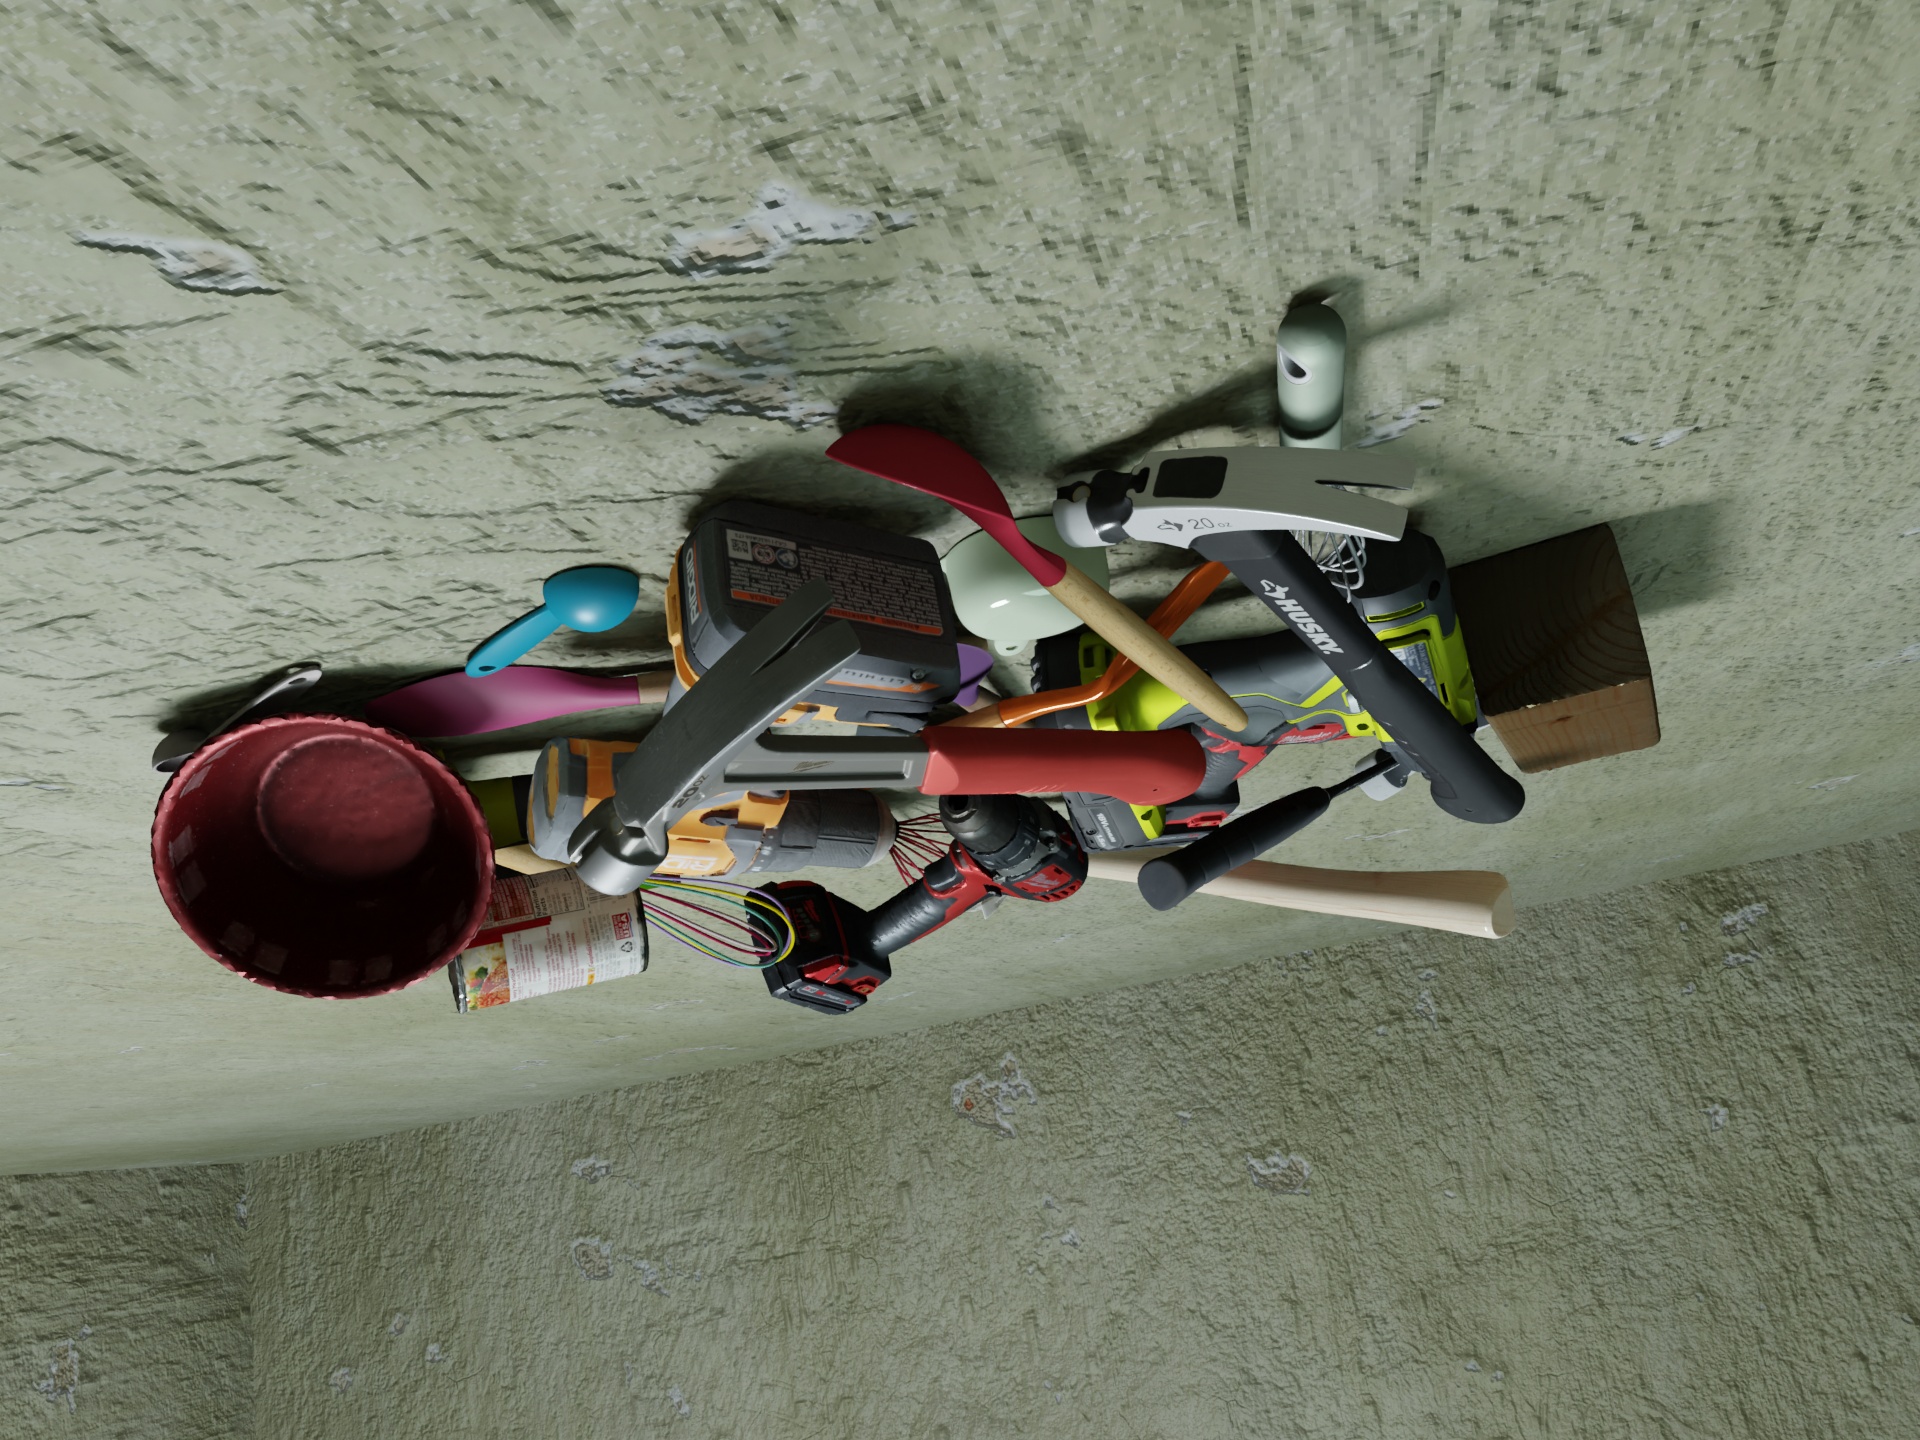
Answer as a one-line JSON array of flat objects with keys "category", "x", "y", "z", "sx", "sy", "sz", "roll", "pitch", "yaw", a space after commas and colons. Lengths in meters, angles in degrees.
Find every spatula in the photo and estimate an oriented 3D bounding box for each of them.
[{"category": "spatula", "x": -0.001, "y": -0.003, "z": 0.825, "sx": 0.322, "sy": 0.041, "sz": 0.081, "roll": -23, "pitch": 178, "yaw": 21}, {"category": "spatula", "x": 0.012, "y": -0.012, "z": 0.902, "sx": 0.060, "sy": 0.018, "sz": 0.315, "roll": -12, "pitch": 169, "yaw": 12}]

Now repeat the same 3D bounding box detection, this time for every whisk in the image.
[{"category": "whisk", "x": -0.046, "y": 0.087, "z": 1.182, "sx": 0.073, "sy": 0.073, "sz": 0.295, "roll": -16, "pitch": 158, "yaw": 21}, {"category": "whisk", "x": -0.224, "y": 0.112, "z": 1.033, "sx": 0.245, "sy": 0.051, "sz": 0.047, "roll": 21, "pitch": 141, "yaw": -14}, {"category": "whisk", "x": 0.149, "y": -0.105, "z": 0.672, "sx": 0.059, "sy": 0.058, "sz": 0.246, "roll": -45, "pitch": 160, "yaw": -4}]

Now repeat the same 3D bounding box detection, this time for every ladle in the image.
[{"category": "ladle", "x": 0.054, "y": -0.053, "z": 0.690, "sx": 0.069, "sy": 0.031, "sz": 0.315, "roll": 29, "pitch": 179, "yaw": 41}]

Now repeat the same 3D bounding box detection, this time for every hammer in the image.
[{"category": "hammer", "x": 0.188, "y": 0.114, "z": 1.113, "sx": 0.146, "sy": 0.038, "sz": 0.411, "roll": -30, "pitch": -159, "yaw": -36}, {"category": "hammer", "x": 0.013, "y": 0.012, "z": 0.673, "sx": 0.149, "sy": 0.037, "sz": 0.359, "roll": -42, "pitch": 156, "yaw": 28}, {"category": "hammer", "x": 0.242, "y": 0.050, "z": 1.045, "sx": 0.409, "sy": 0.036, "sz": 0.149, "roll": -18, "pitch": 164, "yaw": -49}, {"category": "hammer", "x": 0.191, "y": -0.026, "z": 0.734, "sx": 0.146, "sy": 0.035, "sz": 0.334, "roll": 0, "pitch": 155, "yaw": 40}]

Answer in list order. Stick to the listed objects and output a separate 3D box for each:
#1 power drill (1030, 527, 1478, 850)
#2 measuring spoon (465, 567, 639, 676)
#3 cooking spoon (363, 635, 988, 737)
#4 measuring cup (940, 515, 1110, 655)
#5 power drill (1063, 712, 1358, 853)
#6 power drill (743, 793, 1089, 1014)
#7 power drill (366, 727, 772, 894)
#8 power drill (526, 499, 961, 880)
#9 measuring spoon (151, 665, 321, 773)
[{"category": "power drill", "x": 0.164, "y": -0.005, "z": 0.870, "sx": 0.223, "sy": 0.080, "sz": 0.171, "roll": -14, "pitch": 135, "yaw": 17}, {"category": "measuring spoon", "x": -0.191, "y": -0.036, "z": 0.728, "sx": 0.042, "sy": 0.021, "sz": 0.128, "roll": 7, "pitch": 156, "yaw": -45}, {"category": "cooking spoon", "x": -0.141, "y": -0.019, "z": 0.823, "sx": 0.319, "sy": 0.017, "sz": 0.068, "roll": -8, "pitch": 157, "yaw": -11}, {"category": "measuring cup", "x": 0.032, "y": -0.049, "z": 0.787, "sx": 0.083, "sy": 0.038, "sz": 0.167, "roll": -9, "pitch": 162, "yaw": -4}, {"category": "power drill", "x": 0.159, "y": 0.015, "z": 1.031, "sx": 0.143, "sy": 0.079, "sz": 0.219, "roll": -3, "pitch": 159, "yaw": -28}, {"category": "power drill", "x": -0.035, "y": 0.114, "z": 1.095, "sx": 0.226, "sy": 0.080, "sz": 0.187, "roll": -27, "pitch": 154, "yaw": 13}, {"category": "power drill", "x": -0.224, "y": 0.059, "z": 0.944, "sx": 0.228, "sy": 0.080, "sz": 0.190, "roll": -9, "pitch": 163, "yaw": -14}, {"category": "power drill", "x": -0.081, "y": 0.006, "z": 0.735, "sx": 0.185, "sy": 0.084, "sz": 0.226, "roll": 9, "pitch": 144, "yaw": -29}, {"category": "measuring spoon", "x": -0.348, "y": -0.005, "z": 0.766, "sx": 0.124, "sy": 0.018, "sz": 0.034, "roll": -27, "pitch": 169, "yaw": 28}]
